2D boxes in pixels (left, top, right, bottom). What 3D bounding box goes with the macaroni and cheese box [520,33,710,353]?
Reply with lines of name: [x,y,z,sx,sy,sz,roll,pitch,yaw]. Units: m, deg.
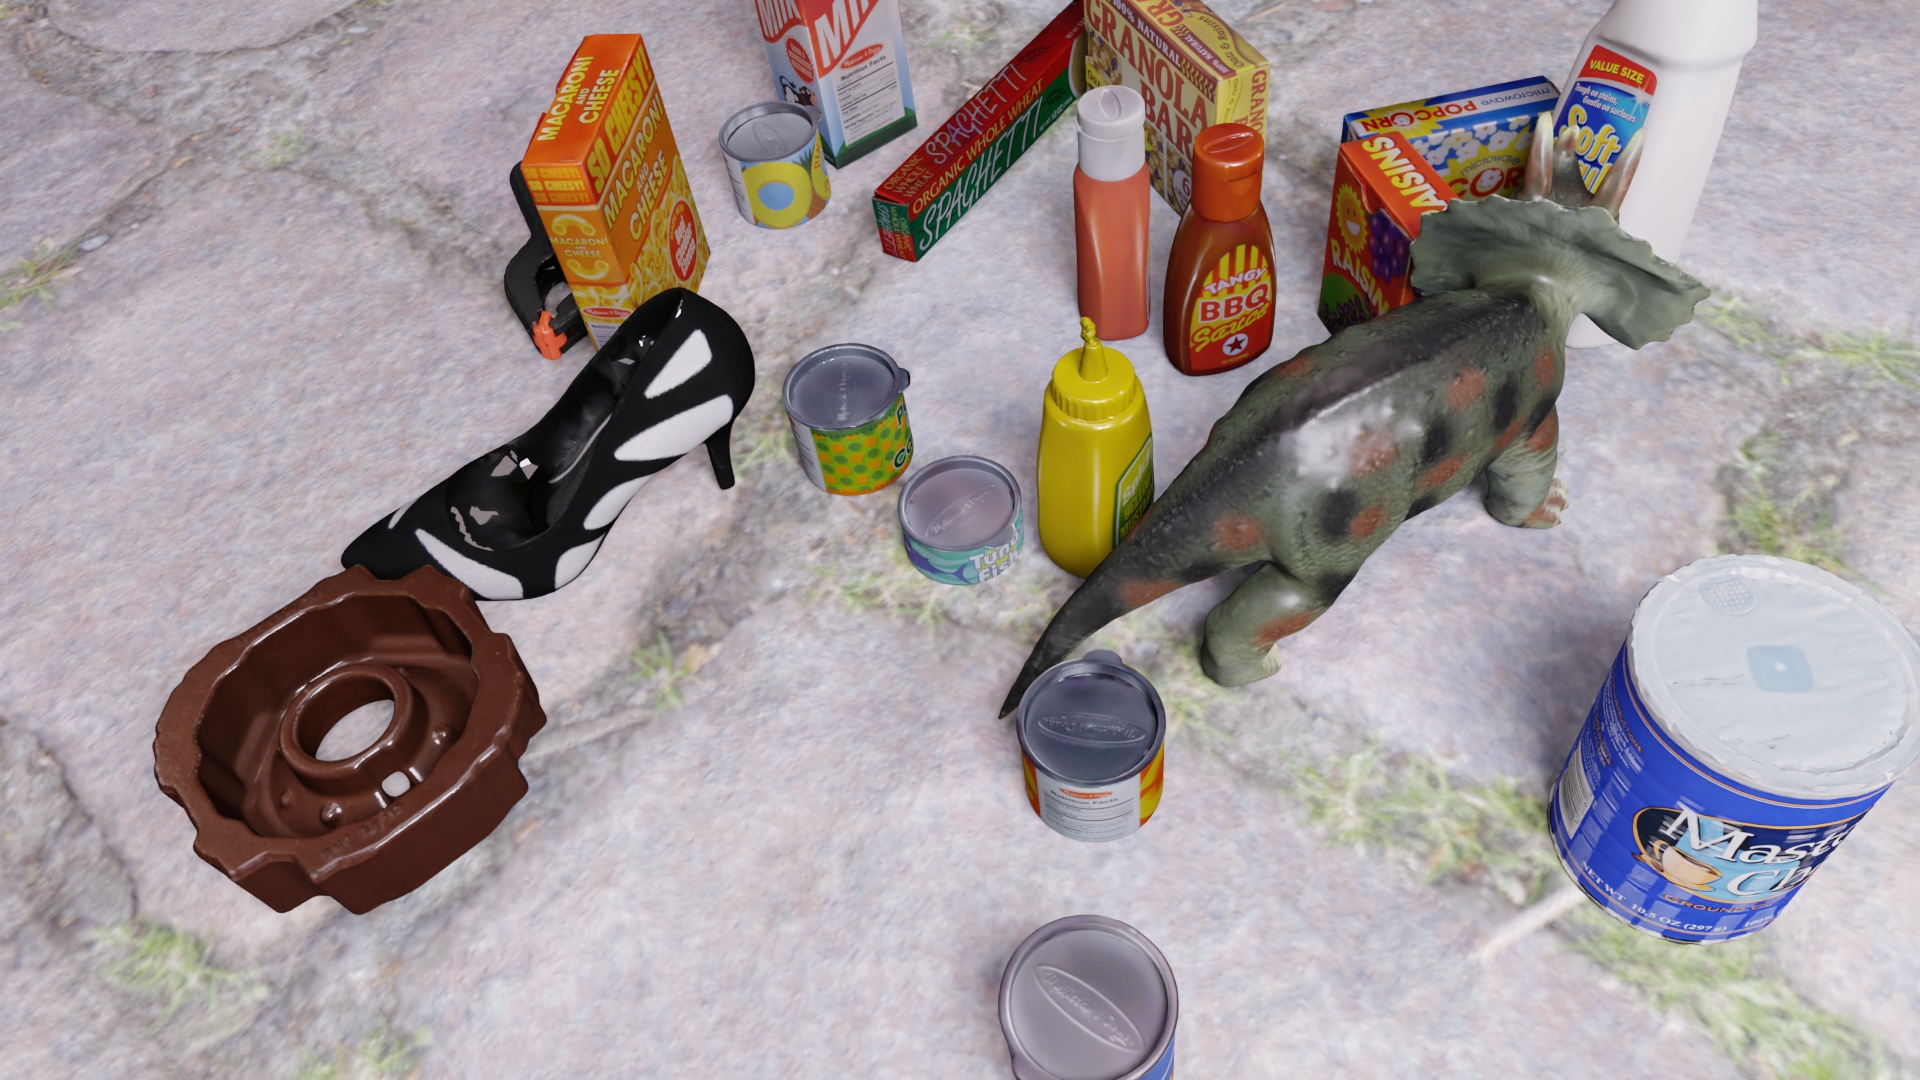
macaroni and cheese box: [-0.201,-0.194,0.828,0.040,0.165,0.124,2,52,9]

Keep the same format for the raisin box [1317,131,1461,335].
raisin box: [0.236,-0.148,0.763,0.040,0.122,0.086,-17,52,-6]

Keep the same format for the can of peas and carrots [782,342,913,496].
can of peas and carrots: [-0.059,-0.068,0.779,0.071,0.058,0.071,-4,52,5]

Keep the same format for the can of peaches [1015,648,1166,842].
can of peaches: [0.061,0.095,0.636,0.071,0.057,0.071,-4,52,5]

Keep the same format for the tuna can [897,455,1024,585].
tuna can: [0.003,-0.009,0.741,0.071,0.032,0.071,-4,52,5]

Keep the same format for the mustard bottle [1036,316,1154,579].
mustard bottle: [0.066,-0.046,0.681,0.049,0.159,0.065,21,58,22]

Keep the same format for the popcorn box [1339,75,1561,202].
popcorn box: [0.293,-0.224,0.840,0.127,0.084,0.038,-12,52,-2]

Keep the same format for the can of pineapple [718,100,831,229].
can of pineapple: [-0.122,-0.252,0.932,0.071,0.057,0.071,-4,52,5]

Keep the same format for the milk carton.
milk carton: [-0.089,-0.354,0.924,0.074,0.189,0.072,-34,55,-18]

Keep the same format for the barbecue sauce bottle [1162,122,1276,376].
barbecue sauce bottle: [0.144,-0.159,0.767,0.065,0.147,0.044,-19,52,-7]

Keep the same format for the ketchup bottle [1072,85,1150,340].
ketchup bottle: [0.087,-0.187,0.797,0.043,0.148,0.065,-9,52,0]

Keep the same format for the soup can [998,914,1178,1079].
soup can: [0.049,0.195,0.541,0.071,0.083,0.072,-4,52,5]

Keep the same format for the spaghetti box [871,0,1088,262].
spaghetti box: [0.026,-0.282,0.942,0.029,0.050,0.251,25,59,24]

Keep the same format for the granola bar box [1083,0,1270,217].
granola bar box: [0.133,-0.285,0.884,0.039,0.123,0.166,-23,53,-11]
